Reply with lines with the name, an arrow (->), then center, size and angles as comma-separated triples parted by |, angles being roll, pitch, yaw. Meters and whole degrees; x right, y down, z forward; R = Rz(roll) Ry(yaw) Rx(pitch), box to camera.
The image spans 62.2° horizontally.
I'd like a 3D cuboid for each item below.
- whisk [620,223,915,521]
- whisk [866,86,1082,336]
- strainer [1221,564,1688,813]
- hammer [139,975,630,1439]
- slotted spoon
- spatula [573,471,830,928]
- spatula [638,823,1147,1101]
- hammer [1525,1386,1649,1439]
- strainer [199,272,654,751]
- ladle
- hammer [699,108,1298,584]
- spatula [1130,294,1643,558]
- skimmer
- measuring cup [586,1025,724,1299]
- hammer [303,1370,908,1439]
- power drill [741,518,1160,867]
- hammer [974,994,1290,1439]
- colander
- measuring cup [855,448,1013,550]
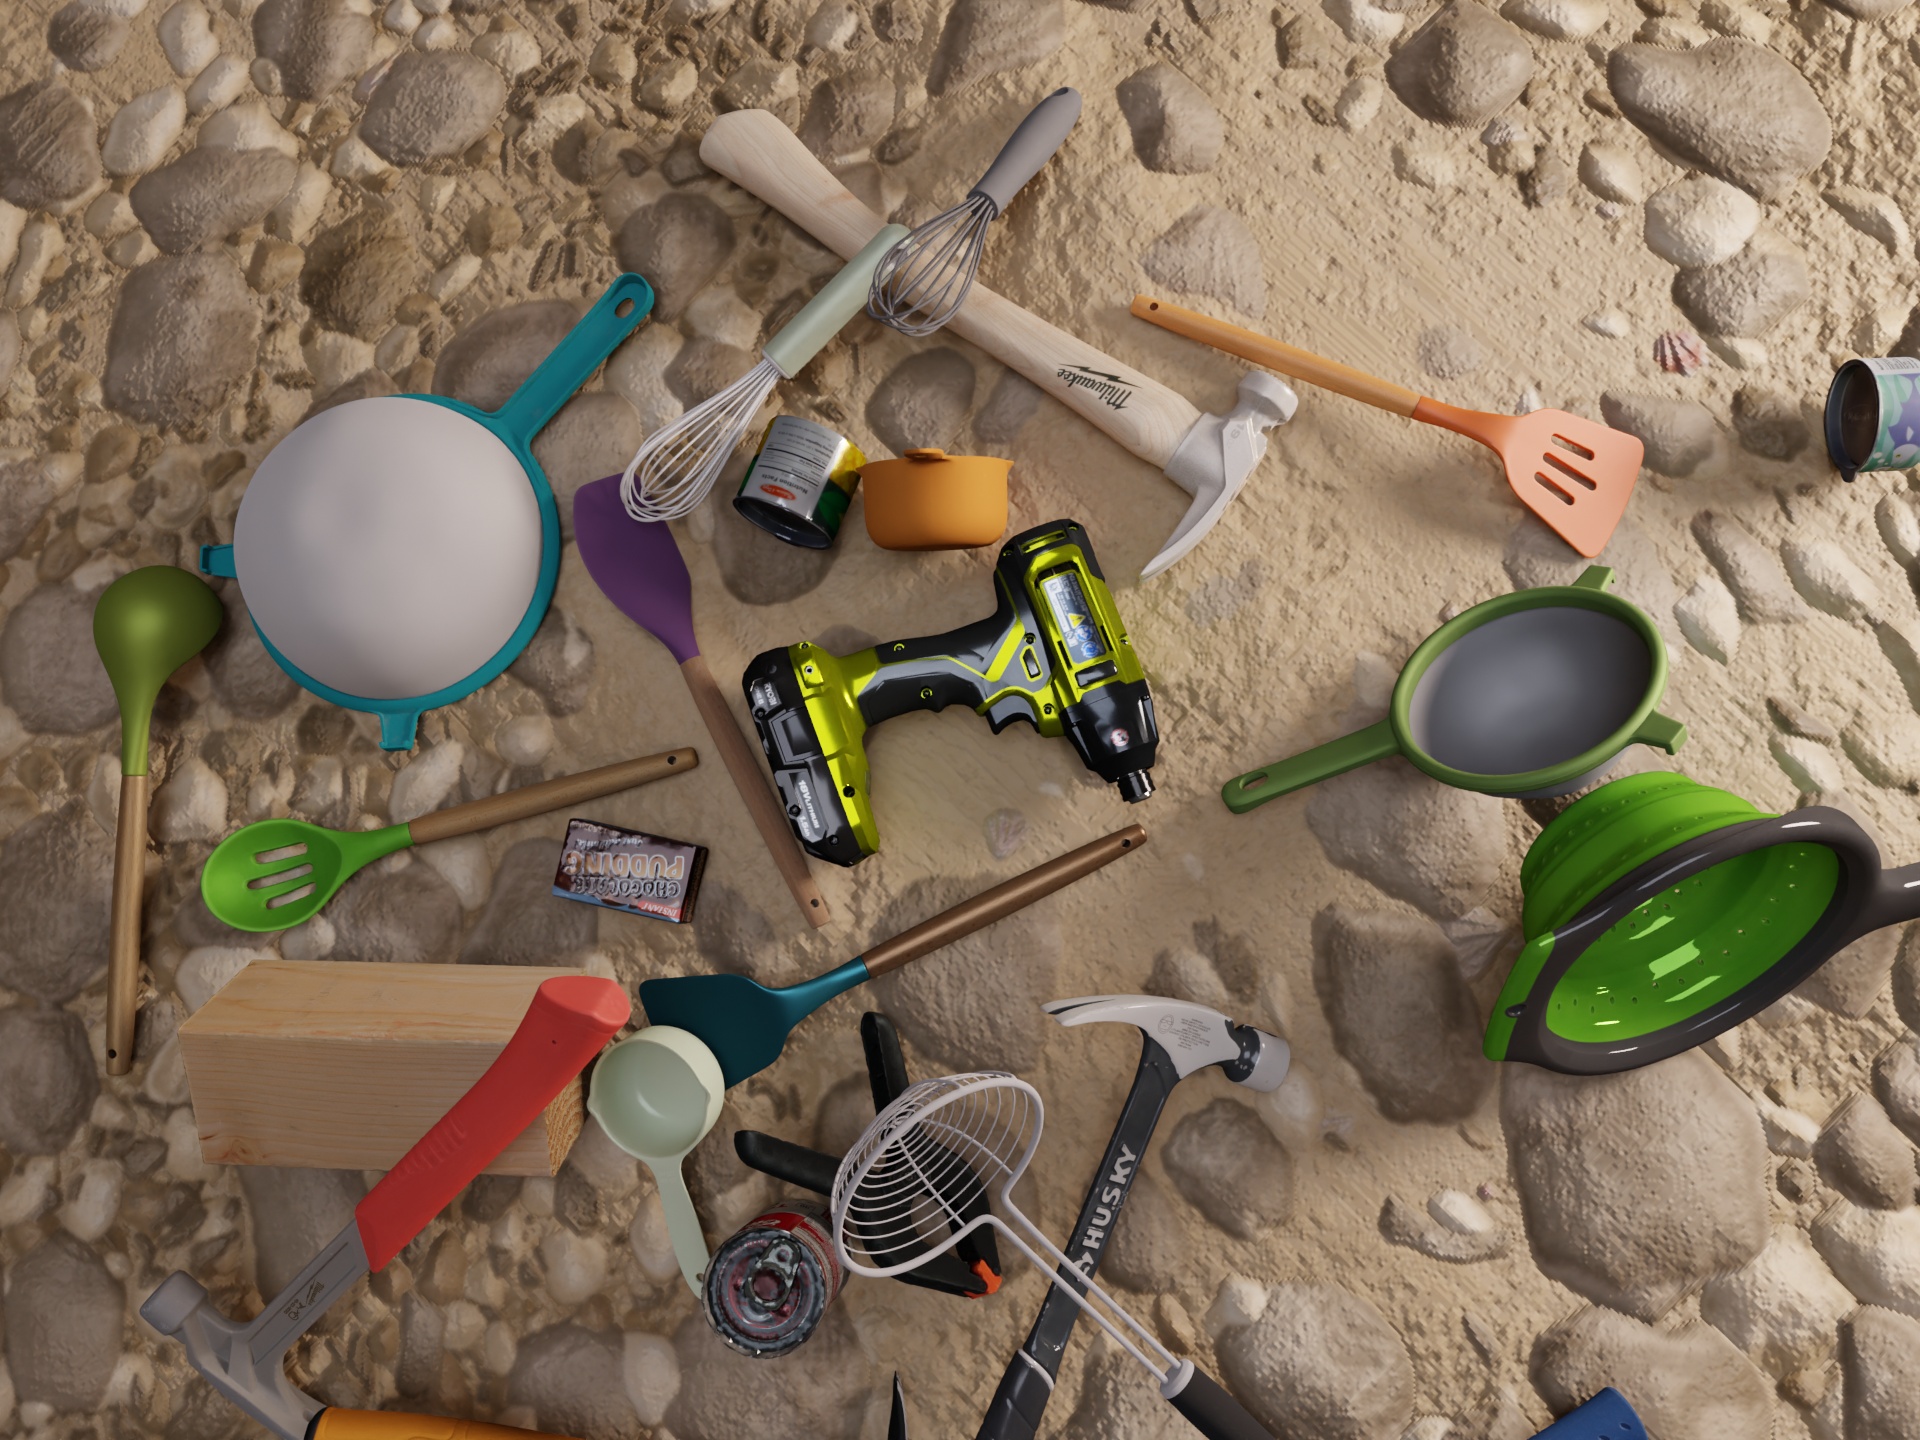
whisk -> -0.120, -0.214, 0.981 | 0.246, 0.057, 0.059 | -44, 54, 5
whisk -> 0.016, -0.314, 0.965 | 0.055, 0.055, 0.239 | 29, 62, 8
strainer -> 0.280, 0.017, 0.917 | 0.256, 0.069, 0.152 | -23, 38, 20
hammer -> -0.298, 0.270, 0.877 | 0.149, 0.037, 0.359 | 43, 107, -9
slotted spoon -> -0.314, 0.065, 0.987 | 0.314, 0.031, 0.070 | -16, 81, 1
spatula -> -0.158, -0.013, 0.984 | 0.060, 0.018, 0.316 | -24, 81, -24
spatula -> -0.035, 0.132, 0.950 | 0.317, 0.044, 0.082 | -25, 96, -5
hammer -> 0.184, 0.466, 0.843 | 0.405, 0.035, 0.144 | -26, 109, -8
strainer -> -0.320, -0.160, 0.983 | 0.211, 0.095, 0.340 | 42, 89, 9
ladle -> -0.516, 0.061, 1.005 | 0.078, 0.062, 0.320 | 3, 89, 6
hammer -> 0.000, -0.251, 0.997 | 0.411, 0.038, 0.146 | 35, 88, 9
spatula -> 0.254, -0.196, 0.973 | 0.323, 0.041, 0.081 | 24, 85, 12
skimmer -> 0.080, 0.319, 0.824 | 0.127, 0.090, 0.363 | -46, 101, -4
measuring cup -> -0.165, 0.260, 0.945 | 0.083, 0.038, 0.167 | -10, 99, 19
hammer -> -0.197, 0.417, 0.897 | 0.337, 0.034, 0.127 | 8, 84, -3
power drill -> -0.001, -0.003, 0.943 | 0.223, 0.080, 0.171 | -21, 81, -1
hammer -> 0.046, 0.344, 0.890 | 0.149, 0.036, 0.409 | 23, 89, -21
colander -> 0.453, 0.080, 0.878 | 0.397, 0.204, 0.095 | -11, 46, -12
measuring cup -> -0.017, -0.125, 0.912 | 0.095, 0.173, 0.052 | -2, 94, 3
